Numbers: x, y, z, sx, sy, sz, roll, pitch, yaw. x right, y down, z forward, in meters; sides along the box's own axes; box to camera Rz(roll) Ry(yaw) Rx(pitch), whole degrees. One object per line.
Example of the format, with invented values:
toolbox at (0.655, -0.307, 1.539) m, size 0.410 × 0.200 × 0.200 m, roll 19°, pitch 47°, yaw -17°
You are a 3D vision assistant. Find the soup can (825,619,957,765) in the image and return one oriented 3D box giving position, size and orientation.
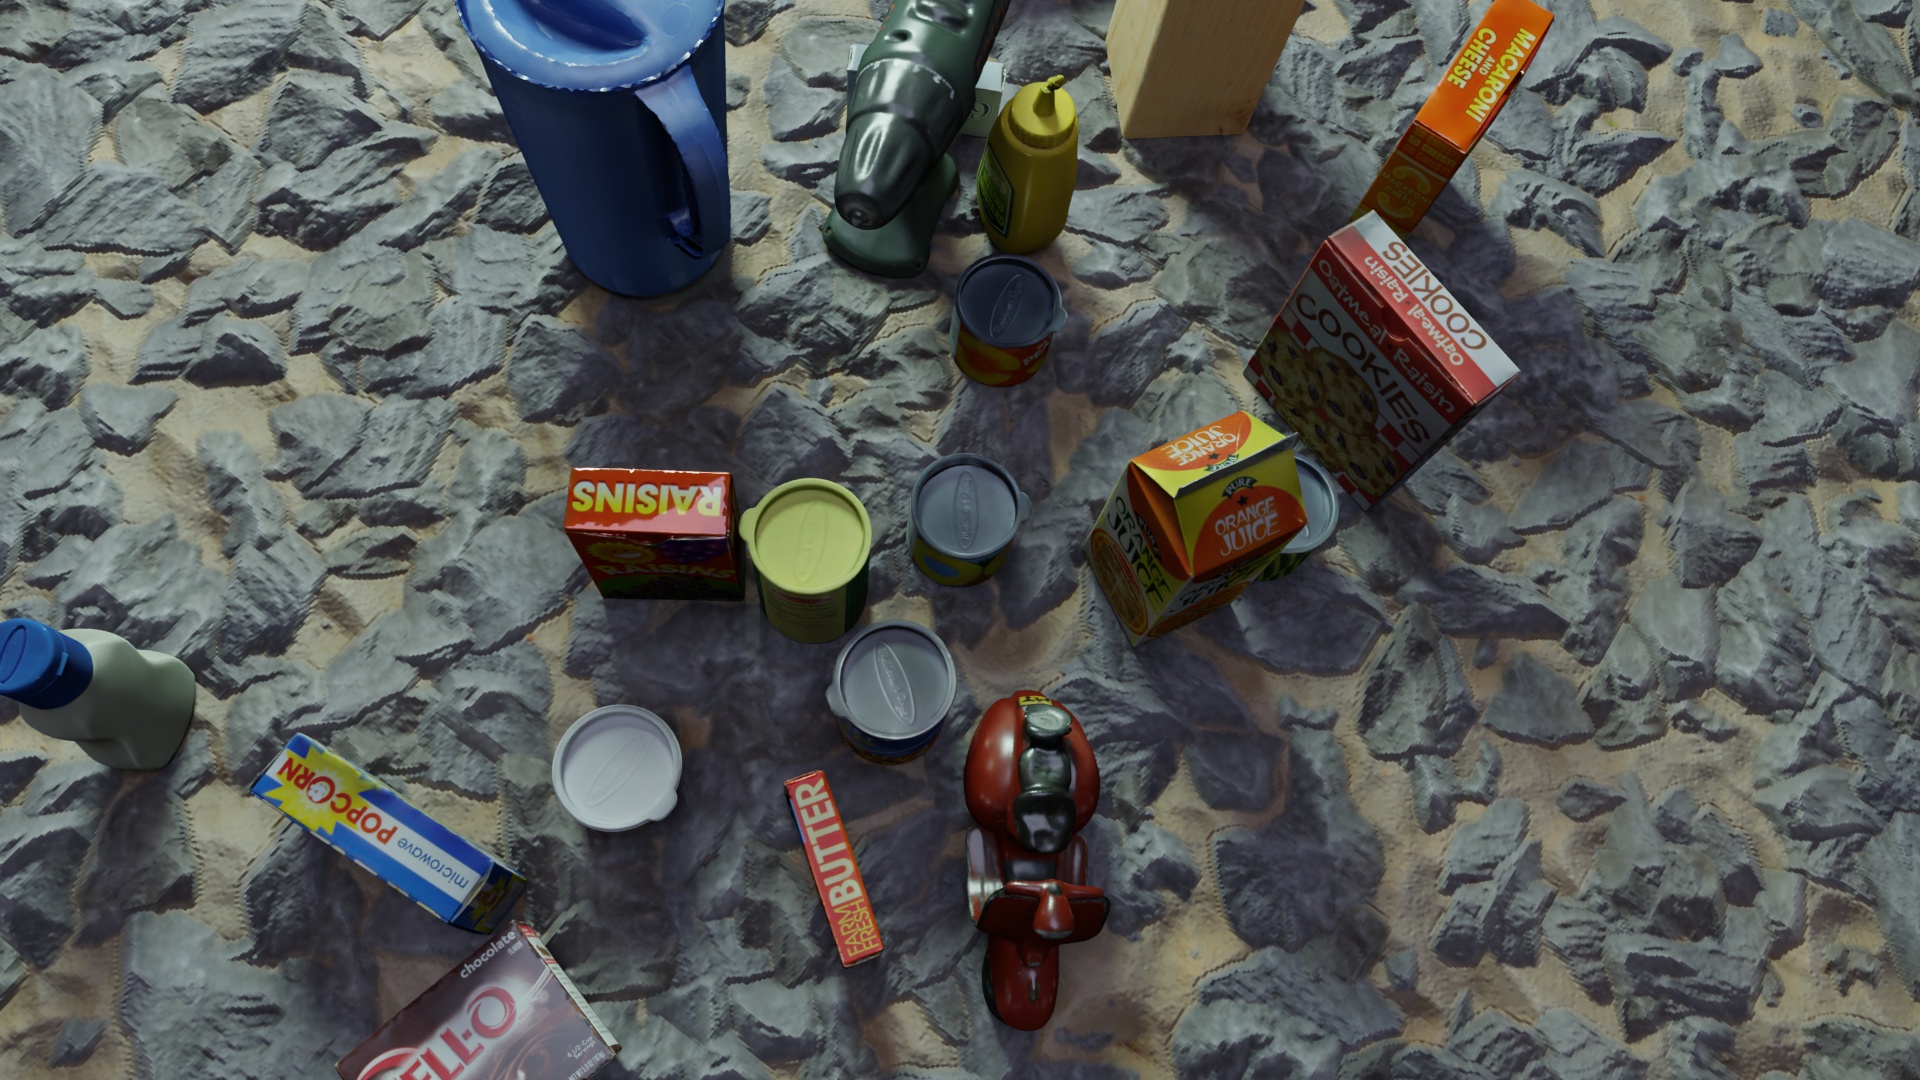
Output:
soup can at (-0.041, 0.087, 0.777) m, size 0.071 × 0.083 × 0.071 m, roll 2°, pitch 71°, yaw -5°

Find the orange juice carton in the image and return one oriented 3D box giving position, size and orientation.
orange juice carton at (0.129, -0.008, 0.769) m, size 0.072 × 0.192 × 0.073 m, roll -23°, pitch 75°, yaw -12°

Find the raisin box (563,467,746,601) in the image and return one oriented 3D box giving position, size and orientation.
raisin box at (-0.167, -0.001, 0.775) m, size 0.086 × 0.123 × 0.040 m, roll 2°, pitch 71°, yaw -4°

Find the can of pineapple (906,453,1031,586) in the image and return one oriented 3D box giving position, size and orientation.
can of pineapple at (0.003, -0.010, 0.830) m, size 0.071 × 0.057 × 0.071 m, roll 2°, pitch 71°, yaw -5°

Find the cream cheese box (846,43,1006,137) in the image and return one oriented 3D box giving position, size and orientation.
cream cheese box at (-0.024, -0.301, 0.933) m, size 0.104 × 0.053 × 0.024 m, roll 7°, pitch 71°, yaw -3°

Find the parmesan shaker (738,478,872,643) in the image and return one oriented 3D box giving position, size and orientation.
parmesan shaker at (-0.087, 0.013, 0.789) m, size 0.071 × 0.102 × 0.071 m, roll 2°, pitch 71°, yaw -5°

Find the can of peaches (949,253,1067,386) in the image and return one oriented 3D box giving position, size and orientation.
can of peaches at (0.029, -0.137, 0.877) m, size 0.071 × 0.058 × 0.071 m, roll 2°, pitch 71°, yaw -5°

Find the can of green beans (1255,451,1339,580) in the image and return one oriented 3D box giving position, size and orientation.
can of green beans at (0.190, -0.014, 0.849) m, size 0.071 × 0.057 × 0.071 m, roll 2°, pitch 71°, yaw -5°

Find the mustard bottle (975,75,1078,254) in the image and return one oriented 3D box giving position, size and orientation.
mustard bottle at (0.044, -0.239, 0.860) m, size 0.049 × 0.159 × 0.065 m, roll -22°, pitch 74°, yaw -12°

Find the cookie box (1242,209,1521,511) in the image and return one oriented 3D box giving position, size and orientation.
cookie box at (0.242, -0.100, 0.826) m, size 0.040 × 0.167 × 0.123 m, roll -35°, pitch 77°, yaw -15°

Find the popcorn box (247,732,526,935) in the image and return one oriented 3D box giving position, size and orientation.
popcorn box at (-0.296, 0.156, 0.728) m, size 0.127 × 0.085 × 0.038 m, roll 31°, pitch 71°, yaw 6°

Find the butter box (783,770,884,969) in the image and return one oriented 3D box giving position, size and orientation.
butter box at (-0.069, 0.180, 0.758) m, size 0.024 × 0.053 × 0.104 m, roll -18°, pitch 73°, yaw -11°

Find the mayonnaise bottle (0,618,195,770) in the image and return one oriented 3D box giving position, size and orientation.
mayonnaise bottle at (-0.444, 0.076, 0.709) m, size 0.041 × 0.147 × 0.065 m, roll 8°, pitch 70°, yaw -2°

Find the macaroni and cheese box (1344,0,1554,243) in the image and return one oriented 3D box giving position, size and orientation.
macaroni and cheese box at (0.300, -0.248, 0.885) m, size 0.040 × 0.166 × 0.124 m, roll 34°, pitch 71°, yaw 7°

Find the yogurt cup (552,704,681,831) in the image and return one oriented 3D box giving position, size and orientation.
yogurt cup at (-0.185, 0.129, 0.764) m, size 0.072 × 0.053 × 0.072 m, roll 2°, pitch 71°, yaw -5°
